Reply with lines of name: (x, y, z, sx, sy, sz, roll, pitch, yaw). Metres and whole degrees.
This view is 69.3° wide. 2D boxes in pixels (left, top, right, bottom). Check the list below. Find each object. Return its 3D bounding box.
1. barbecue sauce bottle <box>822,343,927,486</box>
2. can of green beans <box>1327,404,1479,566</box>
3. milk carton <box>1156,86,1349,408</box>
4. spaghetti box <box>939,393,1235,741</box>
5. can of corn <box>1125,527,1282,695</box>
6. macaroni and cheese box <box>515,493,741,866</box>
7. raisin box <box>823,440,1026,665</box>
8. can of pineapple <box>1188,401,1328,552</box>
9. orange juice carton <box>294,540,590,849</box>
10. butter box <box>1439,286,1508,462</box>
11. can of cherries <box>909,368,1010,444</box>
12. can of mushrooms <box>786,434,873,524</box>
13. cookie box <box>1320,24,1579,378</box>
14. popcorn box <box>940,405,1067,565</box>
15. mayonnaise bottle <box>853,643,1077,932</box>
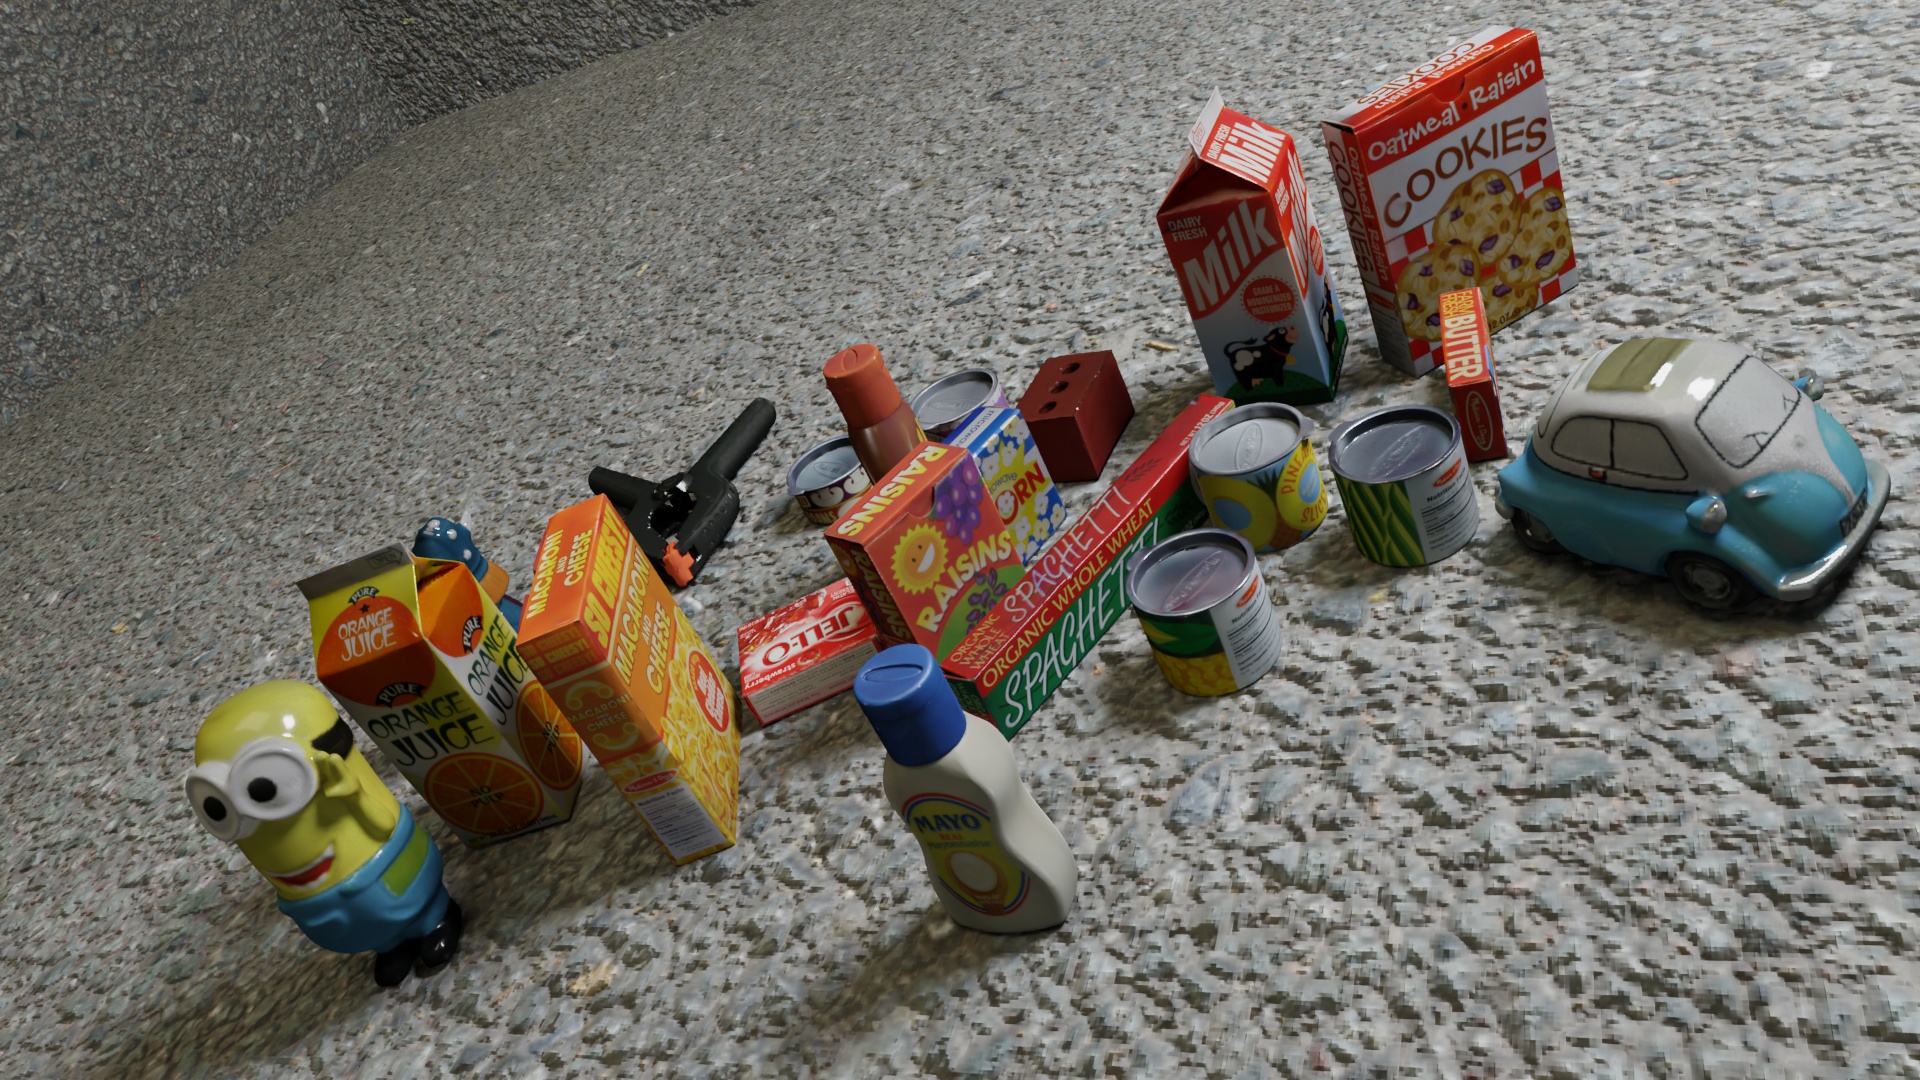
barbecue sauce bottle: (-0.039, -0.051, 0.859, 0.043, 0.148, 0.065, -21, 32, 9)
can of green beans: (0.231, -0.028, 0.723, 0.071, 0.057, 0.071, -18, 33, 12)
milk carton: (0.176, -0.176, 0.850, 0.073, 0.189, 0.073, -5, 37, 30)
spaghetti box: (0.082, 0.010, 0.779, 0.028, 0.050, 0.251, 13, 49, 46)
can of corn: (0.123, 0.036, 0.706, 0.071, 0.058, 0.071, -18, 33, 12)
macaroni and cheese box: (-0.175, 0.075, 0.756, 0.040, 0.165, 0.124, -22, 32, 7)
raisin box: (-0.012, 0.019, 0.763, 0.040, 0.123, 0.086, 14, 50, 47)
can of pineapple: (0.169, -0.035, 0.776, 0.071, 0.057, 0.071, -18, 33, 12)
orange juice carton: (-0.298, 0.084, 0.806, 0.072, 0.192, 0.073, -19, 33, 12)
butter box: (0.289, -0.095, 0.783, 0.024, 0.053, 0.104, -11, 35, 23)
can of cherries: (0.003, -0.074, 0.949, 0.071, 0.058, 0.072, -18, 33, 12)
can of mushrooms: (-0.090, -0.042, 0.992, 0.071, 0.033, 0.071, -18, 33, 12)
cookie box: (0.293, -0.198, 0.821, 0.123, 0.166, 0.040, -30, 32, -6)
popcorn box: (0.003, -0.010, 0.831, 0.038, 0.085, 0.127, 10, 47, 44)
mayonnaise bottle: (-0.001, 0.110, 0.601, 0.064, 0.147, 0.041, -9, 36, 26)
